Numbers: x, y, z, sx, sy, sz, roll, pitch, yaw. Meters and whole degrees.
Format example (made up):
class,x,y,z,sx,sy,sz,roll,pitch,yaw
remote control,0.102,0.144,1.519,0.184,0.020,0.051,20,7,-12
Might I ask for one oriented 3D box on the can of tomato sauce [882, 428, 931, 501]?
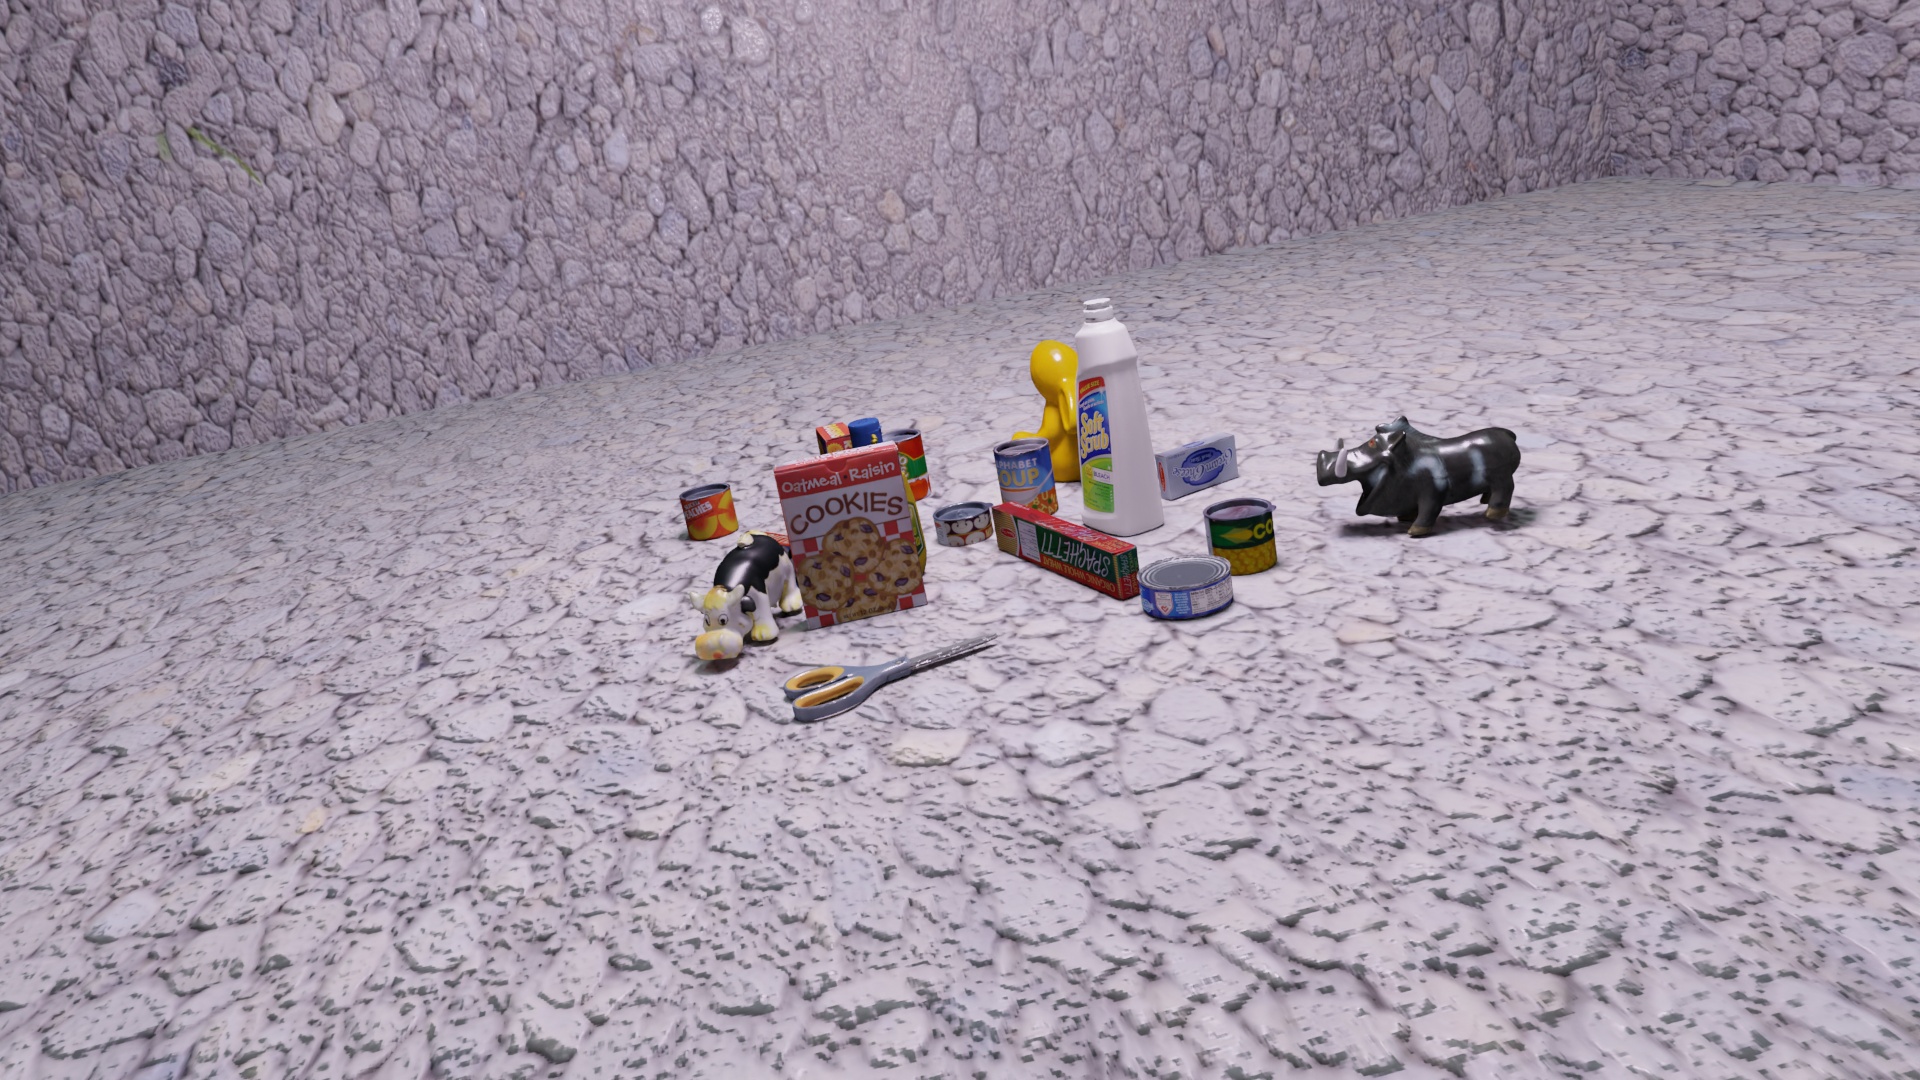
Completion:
class,x,y,z,sx,sy,sz,roll,pitch,yaw
can of tomato sauce,-0.077,-0.094,1.785,0.071,0.082,0.071,-9,17,3

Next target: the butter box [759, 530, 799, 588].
class,x,y,z,sx,sy,sz,roll,pitch,yaw
butter box,-0.199,0.021,1.540,0.024,0.053,0.103,-24,22,-38

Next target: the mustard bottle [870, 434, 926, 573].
class,x,y,z,sx,sy,sz,roll,pitch,yaw
mustard bottle,-0.077,-0.034,1.464,0.049,0.159,0.065,7,24,45

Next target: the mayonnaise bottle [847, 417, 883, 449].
class,x,y,z,sx,sy,sz,roll,pitch,yaw
mayonnaise bottle,-0.099,-0.066,1.600,0.041,0.147,0.065,-7,17,9

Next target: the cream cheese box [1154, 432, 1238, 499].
class,x,y,z,sx,sy,sz,roll,pitch,yaw
cream cheese box,0.274,-0.086,1.611,0.104,0.053,0.024,-19,19,-26

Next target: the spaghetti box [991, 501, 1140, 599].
class,x,y,z,sx,sy,sz,roll,pitch,yaw
spaghetti box,0.104,0.007,1.418,0.029,0.050,0.250,-18,19,-23

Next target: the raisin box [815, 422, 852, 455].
class,x,y,z,sx,sy,sz,roll,pitch,yaw
raisin box,-0.142,-0.076,1.695,0.040,0.123,0.086,-13,17,-10

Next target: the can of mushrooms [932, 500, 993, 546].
class,x,y,z,sx,sy,sz,roll,pitch,yaw
can of mushrooms,0.006,-0.020,1.586,0.071,0.033,0.071,-9,17,3

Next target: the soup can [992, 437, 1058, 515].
class,x,y,z,sx,sy,sz,roll,pitch,yaw
soup can,0.076,-0.071,1.623,0.071,0.083,0.071,-9,17,3

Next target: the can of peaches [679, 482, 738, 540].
class,x,y,z,sx,sy,sz,roll,pitch,yaw
can of peaches,-0.323,-0.036,1.782,0.071,0.058,0.071,-9,17,3

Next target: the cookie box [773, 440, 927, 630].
class,x,y,z,sx,sy,sz,roll,pitch,yaw
cookie box,-0.109,-0.005,1.381,0.123,0.167,0.040,-12,17,-6

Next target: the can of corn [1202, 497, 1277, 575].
class,x,y,z,sx,sy,sz,roll,pitch,yaw
can of corn,0.273,-0.004,1.344,0.071,0.058,0.071,-9,17,3
